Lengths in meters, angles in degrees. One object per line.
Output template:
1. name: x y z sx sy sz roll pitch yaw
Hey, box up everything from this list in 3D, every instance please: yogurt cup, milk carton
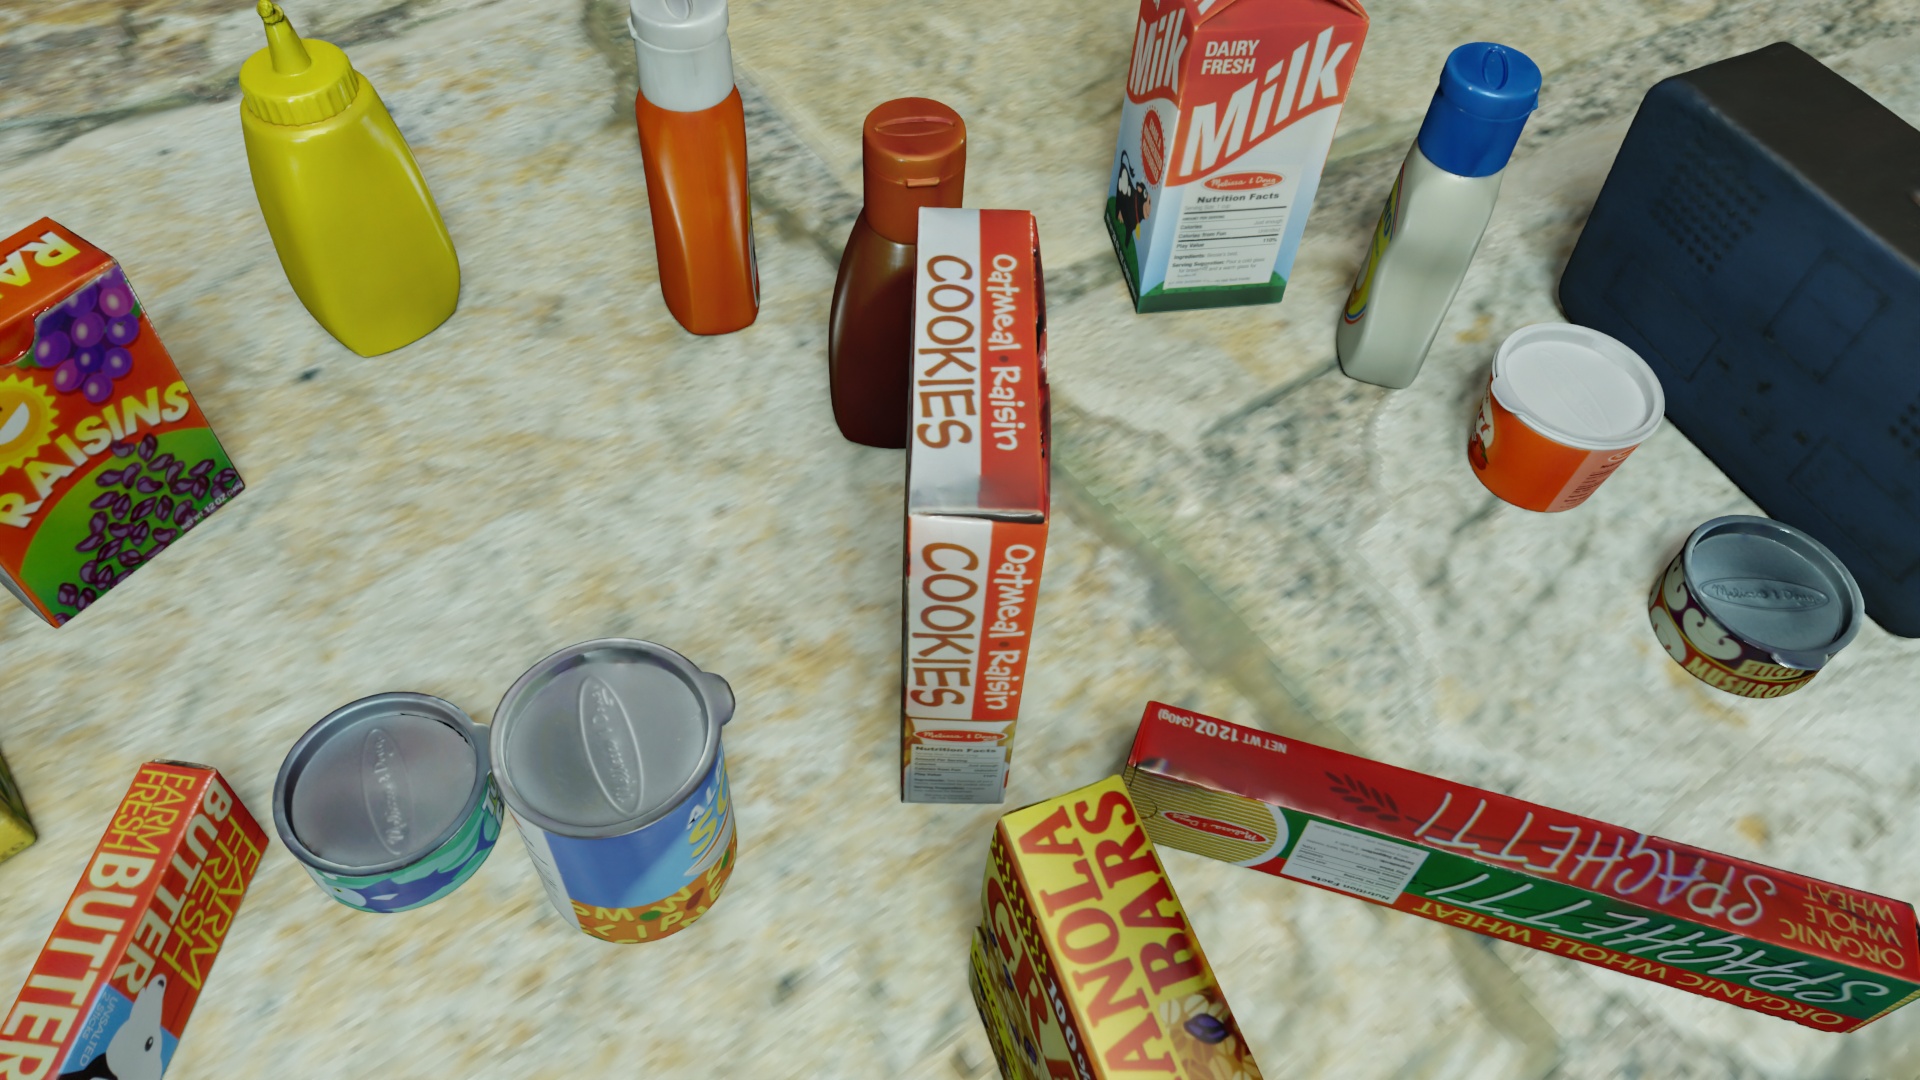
1. yogurt cup: 0.247 -0.049 0.577 0.072 0.053 0.073 2 53 -2
2. milk carton: 0.115 -0.192 0.591 0.073 0.189 0.073 -5 54 -8

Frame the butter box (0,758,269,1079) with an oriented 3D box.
1. butter box: -0.245 0.123 0.413 0.024 0.052 0.104 7 53 1

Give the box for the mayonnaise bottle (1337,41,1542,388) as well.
1. mayonnaise bottle: 0.196 -0.134 0.579 0.041 0.147 0.065 14 53 6

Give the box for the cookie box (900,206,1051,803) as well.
1. cookie box: 0.002 -0.006 0.456 0.040 0.166 0.123 2 53 -3

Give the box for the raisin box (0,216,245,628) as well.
1. raisin box: -0.318 -0.038 0.486 0.040 0.122 0.086 31 57 18

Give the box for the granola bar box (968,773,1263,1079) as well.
1. granola bar box: 0.049 0.164 0.358 0.039 0.123 0.166 -14 55 -14

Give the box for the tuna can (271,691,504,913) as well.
1. tuna can: -0.184 0.085 0.458 0.071 0.032 0.071 2 53 -2

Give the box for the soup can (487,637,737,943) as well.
1. soup can: -0.103 0.080 0.437 0.071 0.083 0.072 2 53 -2

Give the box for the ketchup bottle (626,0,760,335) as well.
1. ketchup bottle: -0.110 -0.157 0.575 0.043 0.148 0.065 -13 55 -13

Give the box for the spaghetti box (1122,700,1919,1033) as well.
1. spaghetti box: 0.175 0.107 0.456 0.250 0.050 0.029 14 53 7

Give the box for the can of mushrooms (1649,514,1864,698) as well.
1. can of mushrooms: 0.306 0.027 0.536 0.071 0.033 0.071 2 53 -2

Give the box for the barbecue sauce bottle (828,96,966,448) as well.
1. barbecue sauce bottle: -0.019 -0.098 0.537 0.065 0.147 0.044 -6 54 -8

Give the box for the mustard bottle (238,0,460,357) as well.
1. mustard bottle: -0.246 -0.145 0.550 0.065 0.159 0.049 -37 63 -27
